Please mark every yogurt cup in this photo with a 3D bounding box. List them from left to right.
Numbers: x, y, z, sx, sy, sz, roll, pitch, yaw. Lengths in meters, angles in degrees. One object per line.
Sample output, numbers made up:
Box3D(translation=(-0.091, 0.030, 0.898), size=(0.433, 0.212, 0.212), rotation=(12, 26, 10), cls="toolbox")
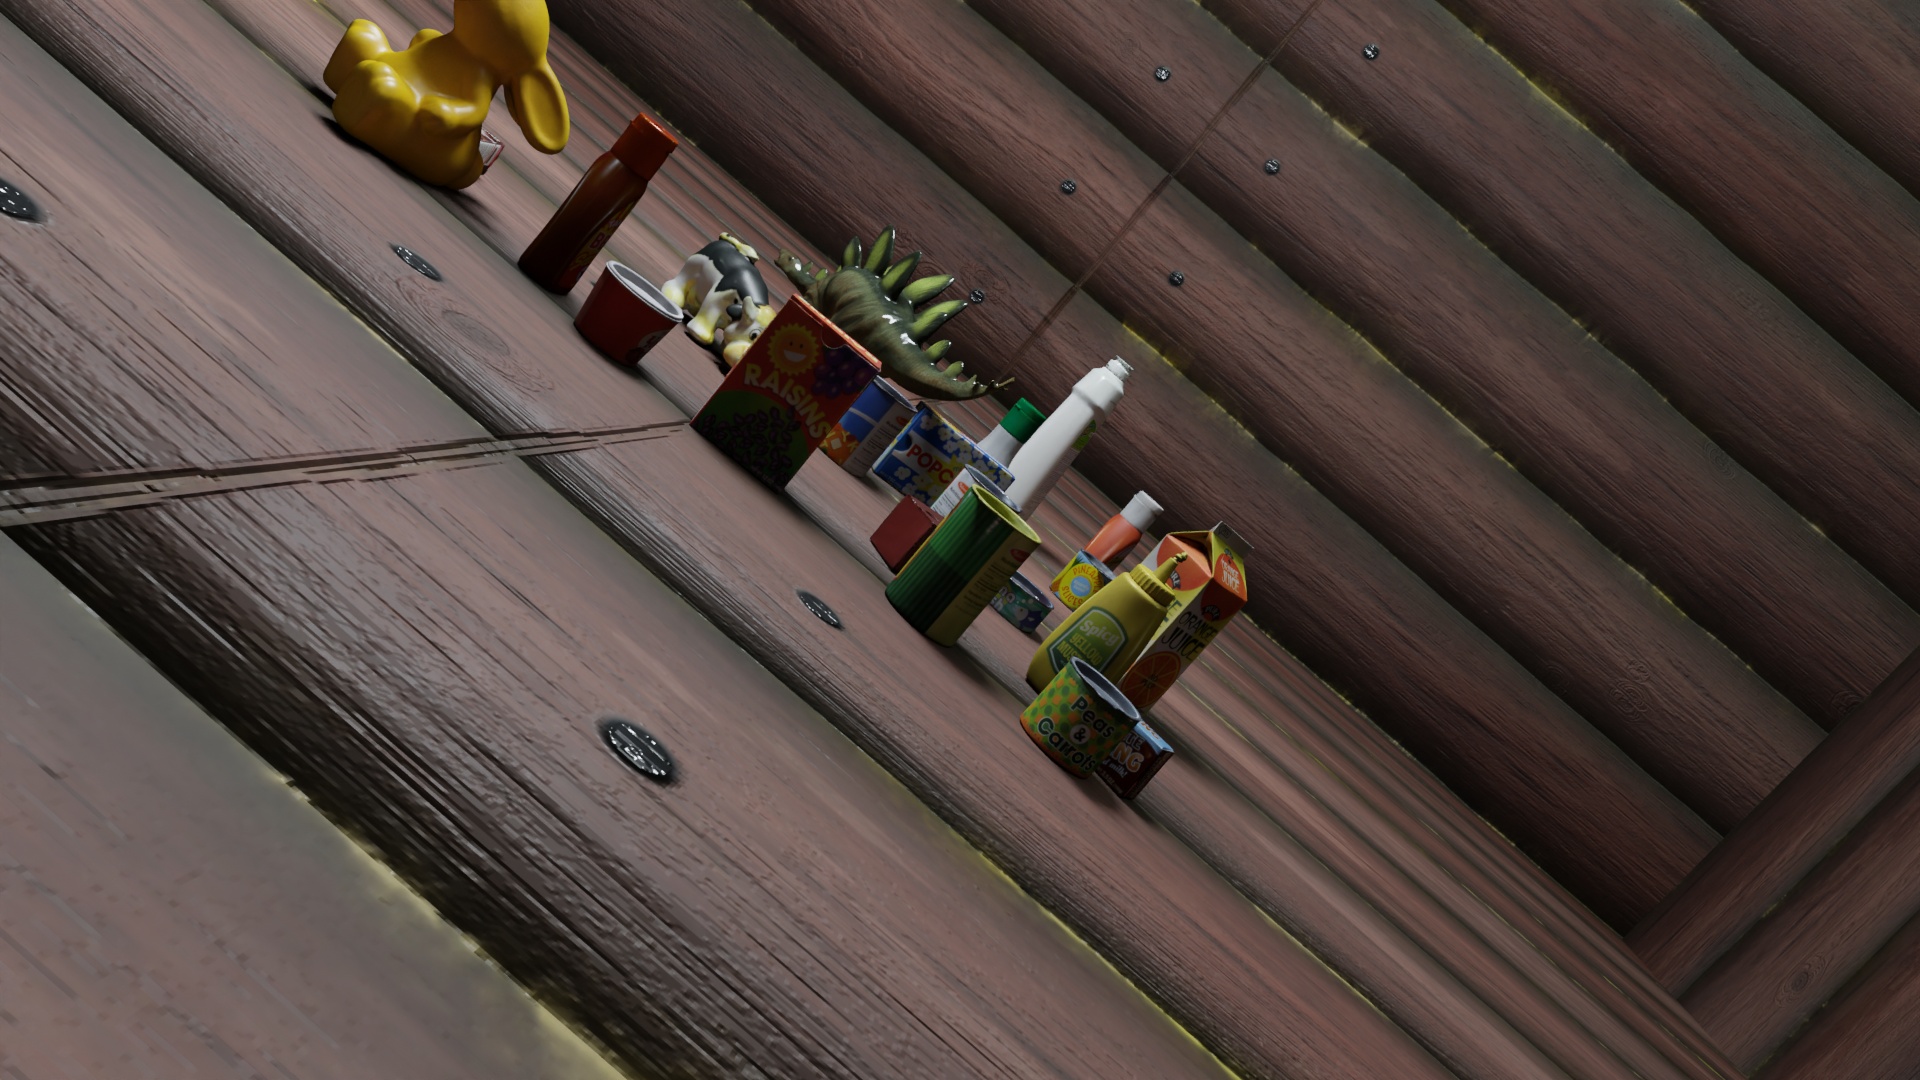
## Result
Box3D(translation=(-0.250, -0.167, 1.035), size=(0.072, 0.054, 0.072), rotation=(39, 9, -7), cls="yogurt cup")

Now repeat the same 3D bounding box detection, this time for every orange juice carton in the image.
Box3D(translation=(0.194, 0.066, 1.294), size=(0.071, 0.192, 0.073), rotation=(32, 12, -46), cls="orange juice carton")

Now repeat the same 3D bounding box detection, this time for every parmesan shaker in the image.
Box3D(translation=(0.000, 0.018, 1.015), size=(0.071, 0.103, 0.071), rotation=(40, 9, -7), cls="parmesan shaker")

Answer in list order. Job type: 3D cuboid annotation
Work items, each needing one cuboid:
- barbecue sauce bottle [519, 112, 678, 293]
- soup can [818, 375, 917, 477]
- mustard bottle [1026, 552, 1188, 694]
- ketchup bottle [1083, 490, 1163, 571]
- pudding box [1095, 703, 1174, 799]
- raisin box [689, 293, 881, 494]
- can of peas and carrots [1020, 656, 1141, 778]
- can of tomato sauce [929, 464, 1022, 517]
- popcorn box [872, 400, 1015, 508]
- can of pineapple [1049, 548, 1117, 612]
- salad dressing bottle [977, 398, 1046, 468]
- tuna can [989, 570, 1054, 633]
Box3D(translation=(-0.277, -0.259, 1.068), size=(0.043, 0.148, 0.065), rotation=(39, 9, -8), cls="barbecue sauce bottle")
Box3D(translation=(-0.094, -0.113, 1.321), size=(0.071, 0.083, 0.071), rotation=(39, 9, -7), cls="soup can")
Box3D(translation=(0.122, 0.066, 1.102), size=(0.065, 0.160, 0.049), rotation=(43, 9, 17), cls="mustard bottle")
Box3D(translation=(0.178, 0.007, 1.649), size=(0.043, 0.148, 0.065), rotation=(44, 9, 19), cls="ketchup bottle")
Box3D(translation=(0.112, 0.145, 1.033), size=(0.084, 0.049, 0.030), rotation=(45, 10, 28), cls="pudding box")
Box3D(translation=(-0.129, -0.110, 1.034), size=(0.086, 0.123, 0.040), rotation=(39, 9, -9), cls="raisin box")
Box3D(translation=(0.085, 0.126, 0.984), size=(0.071, 0.058, 0.071), rotation=(39, 9, -7), cls="can of peas and carrots")
Box3D(translation=(0.004, -0.016, 1.258), size=(0.071, 0.083, 0.071), rotation=(39, 9, -7), cls="can of tomato sauce")
Box3D(translation=(-0.018, -0.072, 1.428), size=(0.126, 0.085, 0.038), rotation=(37, 9, -22), cls="popcorn box")
Box3D(translation=(0.143, 0.052, 1.581), size=(0.071, 0.058, 0.071), rotation=(39, 9, -7), cls="can of pineapple")
Box3D(translation=(0.033, -0.089, 1.518), size=(0.044, 0.147, 0.064), rotation=(34, 11, -38), cls="salad dressing bottle")
Box3D(translation=(0.050, 0.052, 1.280), size=(0.071, 0.033, 0.071), rotation=(39, 9, -7), cls="tuna can")
